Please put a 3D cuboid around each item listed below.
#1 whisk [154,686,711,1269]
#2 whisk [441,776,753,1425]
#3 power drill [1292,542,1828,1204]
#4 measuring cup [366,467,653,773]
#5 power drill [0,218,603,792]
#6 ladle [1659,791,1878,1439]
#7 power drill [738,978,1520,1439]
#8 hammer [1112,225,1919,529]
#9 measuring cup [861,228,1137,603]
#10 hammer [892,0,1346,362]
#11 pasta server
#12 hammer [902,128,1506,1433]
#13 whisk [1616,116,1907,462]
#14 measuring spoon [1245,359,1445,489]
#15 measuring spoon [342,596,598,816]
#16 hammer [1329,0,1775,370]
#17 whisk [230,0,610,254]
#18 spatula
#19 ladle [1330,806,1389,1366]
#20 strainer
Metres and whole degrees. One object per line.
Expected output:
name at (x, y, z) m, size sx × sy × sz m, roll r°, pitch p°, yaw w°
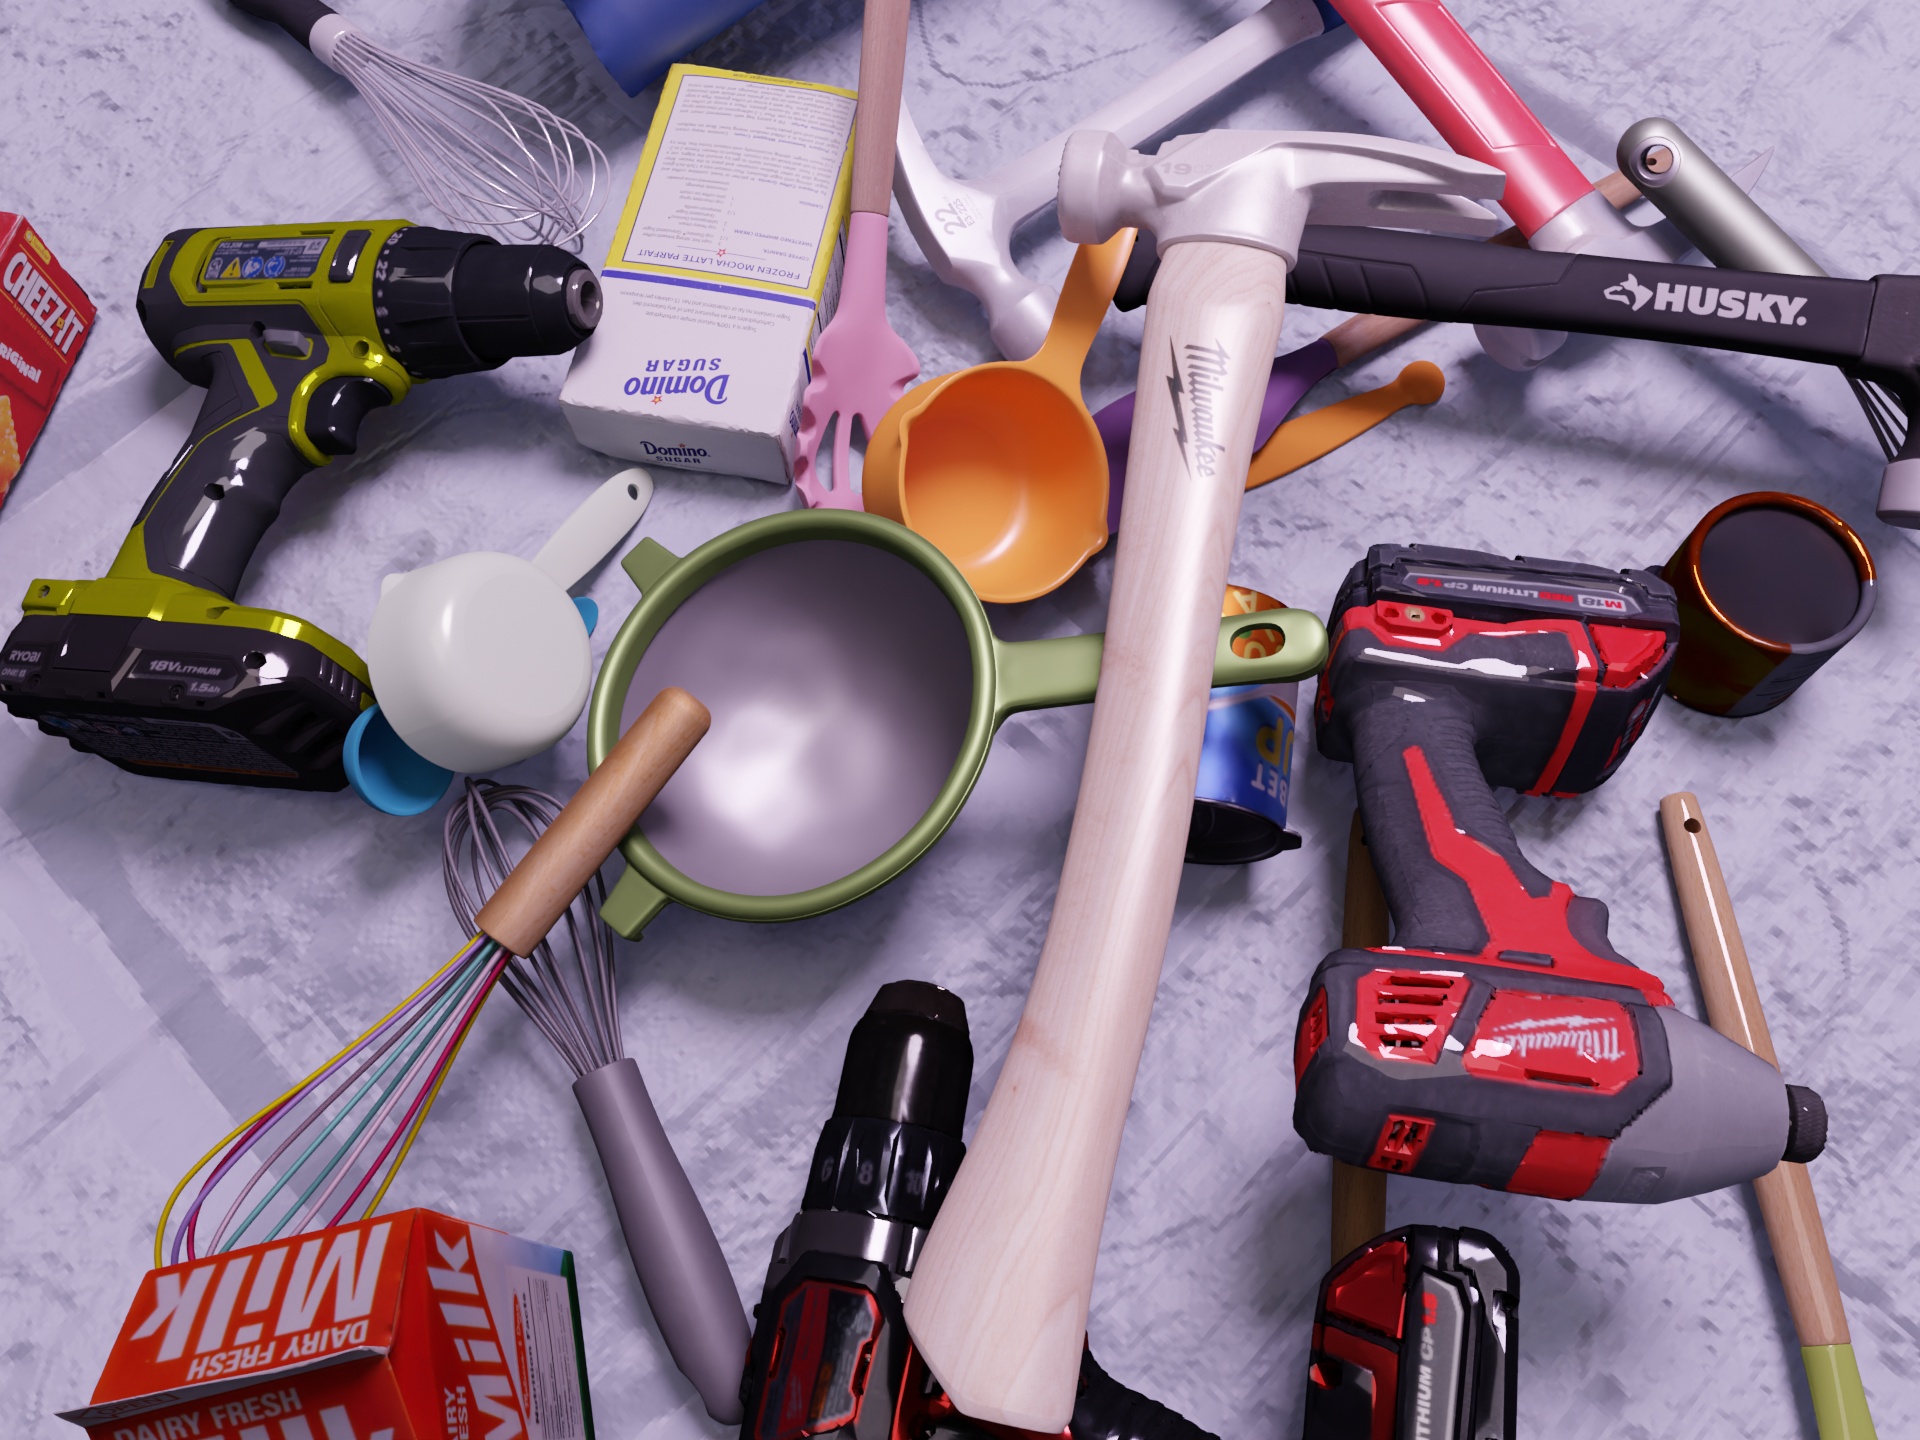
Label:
whisk at (-0.165, 0.086, 0.508) m, size 0.047 × 0.051 × 0.245 m, roll 34°, pitch 78°, yaw 15°
whisk at (-0.122, 0.123, 0.542) m, size 0.055 × 0.055 × 0.239 m, roll -25°, pitch 73°, yaw -8°
power drill at (0.180, 0.046, 0.502) m, size 0.143 × 0.078 × 0.220 m, roll 8°, pitch 47°, yaw 5°
measuring cup at (-0.147, -0.050, 0.586) m, size 0.038 × 0.083 × 0.168 m, roll -13°, pitch 32°, yaw 36°
power drill at (-0.247, -0.094, 0.604) m, size 0.190 × 0.080 × 0.229 m, roll 4°, pitch 66°, yaw 17°
ladle at (0.270, 0.167, 0.500) m, size 0.078 × 0.062 × 0.320 m, roll -4°, pitch 65°, yaw 0°
power drill at (0.047, 0.178, 0.480) m, size 0.227 × 0.080 × 0.188 m, roll 2°, pitch 63°, yaw 18°
hammer at (0.212, -0.168, 0.596) m, size 0.335 × 0.035 × 0.146 m, roll 10°, pitch 92°, yaw 12°
measuring cup at (0.022, -0.127, 0.607) m, size 0.095 × 0.052 × 0.174 m, roll 26°, pitch 81°, yaw -26°
hammer at (0.141, -0.314, 0.701) m, size 0.405 × 0.035 × 0.144 m, roll -37°, pitch 89°, yaw -15°
pasta server at (-0.030, -0.224, 0.616) m, size 0.060 × 0.040 × 0.316 m, roll 2°, pitch 97°, yaw -27°
hammer at (0.066, -0.003, 0.482) m, size 0.146 × 0.038 × 0.411 m, roll 8°, pitch 72°, yaw 15°
whisk at (0.343, -0.140, 0.608) m, size 0.246 × 0.057 × 0.059 m, roll 48°, pitch 38°, yaw 5°
measuring spoon at (0.147, -0.120, 0.646) m, size 0.117 × 0.011 × 0.021 m, roll -26°, pitch 69°, yaw -8°
measuring spoon at (-0.181, -0.011, 0.590) m, size 0.021 × 0.042 × 0.129 m, roll -2°, pitch 32°, yaw 34°
hammer at (0.168, -0.332, 0.666) m, size 0.143 × 0.038 × 0.386 m, roll -35°, pitch 83°, yaw -13°
whisk at (-0.258, -0.289, 0.713) m, size 0.285 × 0.070 × 0.070 m, roll 40°, pitch 74°, yaw 21°
spatula at (0.172, -0.165, 0.661) m, size 0.316 × 0.018 × 0.060 m, roll -30°, pitch 58°, yaw -9°
ladle at (0.128, 0.175, 0.518) m, size 0.069 × 0.031 × 0.316 m, roll 5°, pitch 66°, yaw 9°
strainer at (-0.001, -0.002, 0.556) m, size 0.256 × 0.069 × 0.152 m, roll -7°, pitch 67°, yaw 13°
